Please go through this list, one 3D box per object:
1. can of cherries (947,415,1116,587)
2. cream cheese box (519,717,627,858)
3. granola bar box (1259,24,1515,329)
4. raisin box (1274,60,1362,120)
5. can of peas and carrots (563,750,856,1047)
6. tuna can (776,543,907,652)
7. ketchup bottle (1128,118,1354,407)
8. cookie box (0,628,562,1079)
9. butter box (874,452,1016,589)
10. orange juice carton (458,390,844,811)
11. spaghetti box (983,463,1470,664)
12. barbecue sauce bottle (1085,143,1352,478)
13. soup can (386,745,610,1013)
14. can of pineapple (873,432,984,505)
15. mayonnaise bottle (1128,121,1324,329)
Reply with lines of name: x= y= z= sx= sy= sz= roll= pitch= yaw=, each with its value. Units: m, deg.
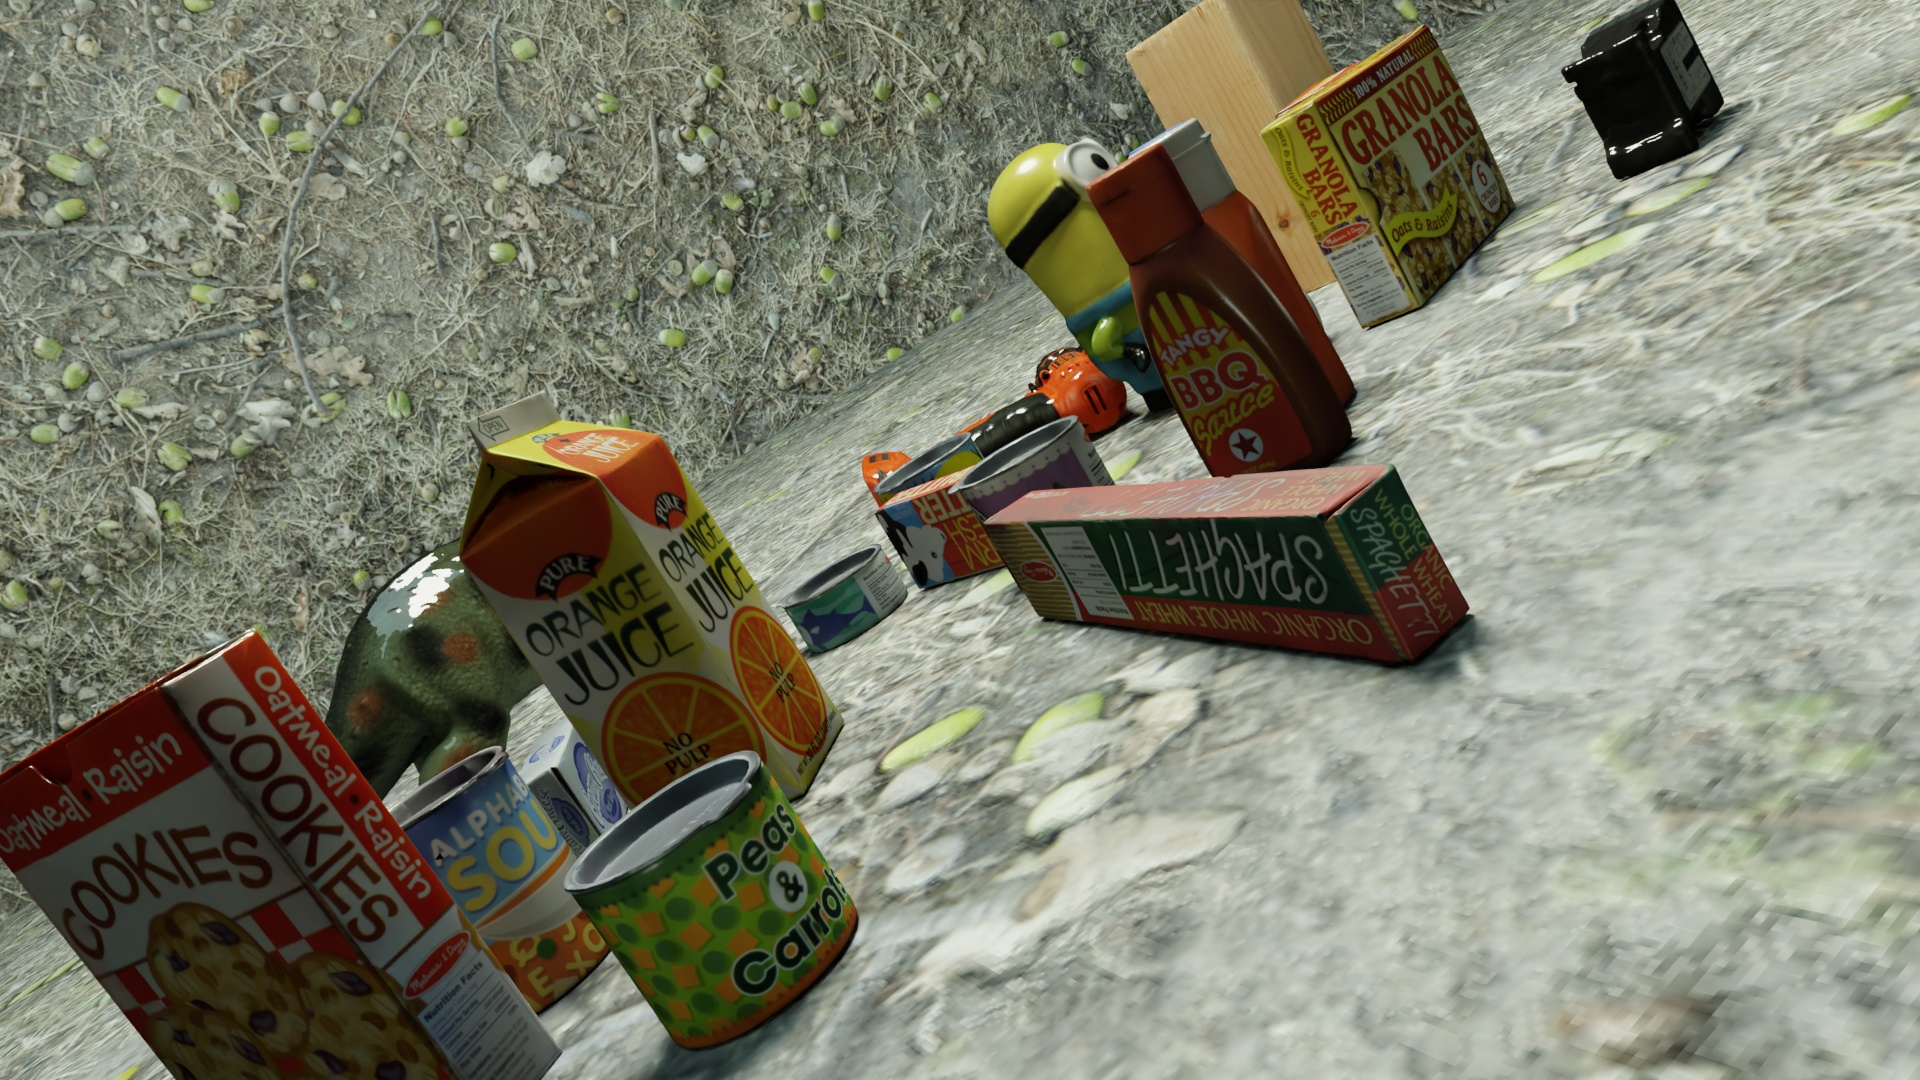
can of cherries: x=0.039 y=-0.017 z=0.662 sx=0.071 sy=0.058 sz=0.071 roll=-30 pitch=11 yaw=6
cream cheese box: x=-0.180 y=0.120 z=0.651 sx=0.024 sy=0.053 sz=0.104 roll=-32 pitch=11 yaw=-6
granola bar box: x=0.249 y=-0.210 z=0.790 sx=0.039 sy=0.124 sz=0.166 roll=-20 pitch=15 yaw=47
raisin box: x=0.251 y=-0.228 z=0.866 sx=0.040 sy=0.123 sz=0.086 roll=-22 pitch=14 yaw=40
can of peas and carrots: x=-0.071 y=0.104 z=0.409 sx=0.071 sy=0.058 sz=0.071 roll=-30 pitch=11 yaw=6
tuna can: x=-0.067 y=0.034 z=0.787 sx=0.071 sy=0.033 sz=0.071 roll=-30 pitch=11 yaw=6
ketchup bottle: x=0.130 y=-0.121 z=0.644 sx=0.043 sy=0.148 sz=0.065 roll=-25 pitch=12 yaw=31
cookie box: x=-0.225 y=0.124 z=0.445 sx=0.122 sy=0.167 sz=0.040 roll=-25 pitch=12 yaw=28
butter box: x=0.003 y=-0.009 z=0.738 sx=0.103 sy=0.053 sz=0.024 roll=-18 pitch=17 yaw=50
orange juice carton: x=-0.134 y=0.026 z=0.577 sx=0.073 sy=0.192 sz=0.072 roll=-28 pitch=11 yaw=16
spaghetti box: x=0.074 y=0.006 z=0.481 sx=0.029 sy=0.050 sz=0.250 roll=-34 pitch=11 yaw=-17
barbecue sauce bottle: x=0.105 y=-0.093 z=0.586 sx=0.064 sy=0.148 sz=0.044 roll=-20 pitch=15 yaw=46
soup can: x=-0.174 y=0.128 z=0.513 sx=0.071 sy=0.083 sz=0.071 roll=-30 pitch=11 yaw=6
can of pineapple: x=-0.010 y=-0.021 z=0.813 sx=0.071 sy=0.057 sz=0.071 roll=-30 pitch=11 yaw=6
mayonnaise bottle: x=0.146 y=-0.162 z=0.784 sx=0.064 sy=0.148 sz=0.041 roll=-29 pitch=10 yaw=9
